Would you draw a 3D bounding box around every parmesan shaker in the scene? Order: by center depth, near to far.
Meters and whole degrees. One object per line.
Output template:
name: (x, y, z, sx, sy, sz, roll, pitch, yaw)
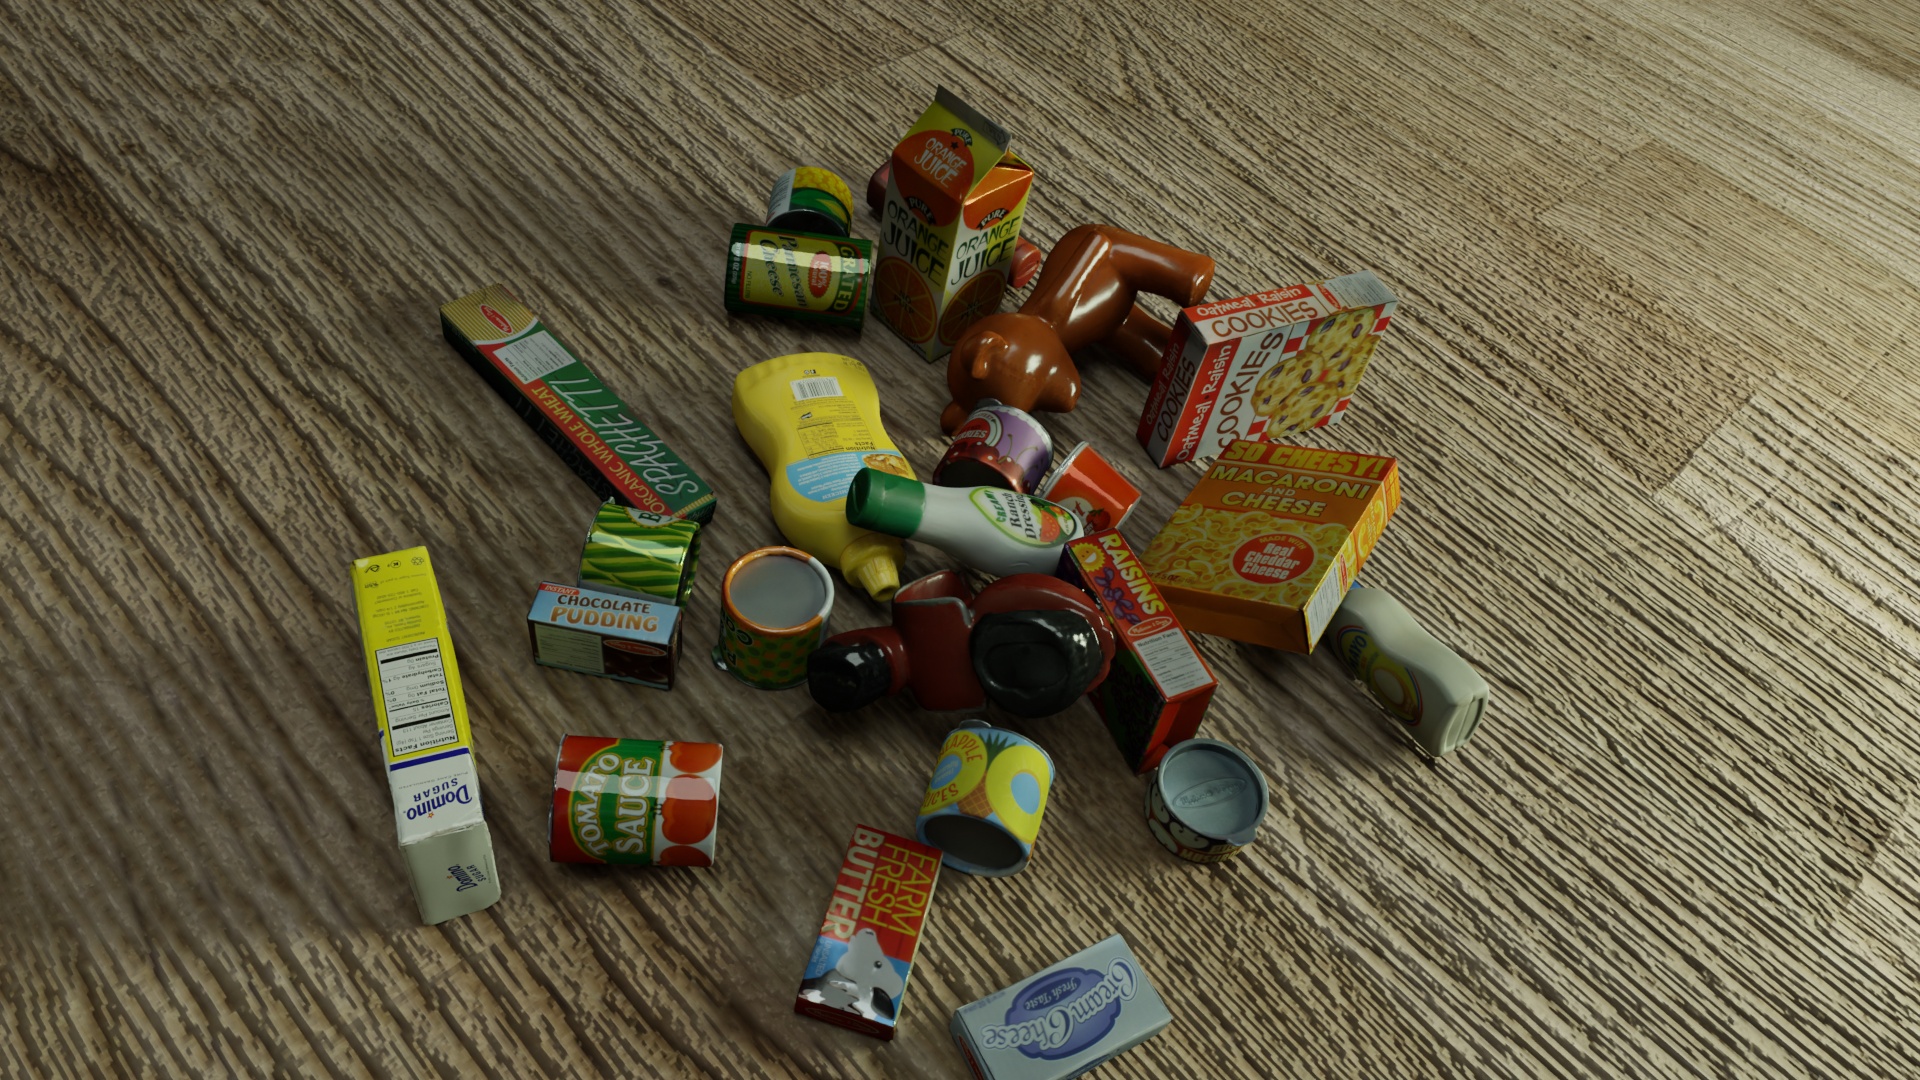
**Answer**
parmesan shaker: (-0.119, -0.193, 1.026, 0.103, 0.071, 0.072, 6, 49, -6)

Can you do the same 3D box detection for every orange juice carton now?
orange juice carton: (-0.006, -0.228, 0.995, 0.073, 0.191, 0.072, -33, 64, -32)

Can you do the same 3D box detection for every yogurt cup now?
yogurt cup: (0.084, -0.024, 0.928, 0.054, 0.072, 0.073, 36, 52, 8)

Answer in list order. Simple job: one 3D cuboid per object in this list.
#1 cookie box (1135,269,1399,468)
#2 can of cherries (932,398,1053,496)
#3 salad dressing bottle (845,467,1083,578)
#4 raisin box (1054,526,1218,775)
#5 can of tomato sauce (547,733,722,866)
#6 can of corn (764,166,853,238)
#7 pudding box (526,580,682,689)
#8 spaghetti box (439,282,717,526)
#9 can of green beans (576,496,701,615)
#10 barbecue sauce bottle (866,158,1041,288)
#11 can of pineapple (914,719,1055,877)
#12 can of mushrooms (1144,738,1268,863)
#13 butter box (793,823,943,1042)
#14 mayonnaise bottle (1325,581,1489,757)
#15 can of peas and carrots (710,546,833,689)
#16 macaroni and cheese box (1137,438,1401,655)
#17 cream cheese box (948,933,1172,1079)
cookie box: (0.218, -0.123, 1.000, 0.168, 0.122, 0.040, -15, 54, -23)
can of cherries: (0.020, -0.050, 0.931, 0.071, 0.071, 0.059, 24, 50, 9)
salad dressing bottle: (0.003, -0.011, 0.859, 0.148, 0.043, 0.064, 13, 39, -25)
raisin box: (0.099, 0.066, 0.838, 0.040, 0.085, 0.124, -17, 56, -19)
can of tomato sauce: (-0.170, 0.137, 0.731, 0.083, 0.070, 0.071, 5, 50, -9)
can of corn: (-0.114, -0.243, 1.069, 0.071, 0.070, 0.058, 7, 49, -7)
pudding box: (-0.205, 0.056, 0.806, 0.084, 0.049, 0.030, 11, 51, -2)
spaghetti box: (-0.259, -0.086, 0.928, 0.050, 0.028, 0.250, -33, 63, -33)
can of green beans: (-0.192, 0.015, 0.832, 0.058, 0.071, 0.071, 12, 49, -2)
barbecue sauce bottle: (-0.003, -0.256, 1.117, 0.149, 0.043, 0.065, 38, 52, 19)
can of pineapple: (0.012, 0.143, 0.766, 0.071, 0.070, 0.058, 18, 49, 3)
can of mushrooms: (0.144, 0.154, 0.809, 0.071, 0.033, 0.071, 7, 49, -7)
butter box: (-0.046, 0.204, 0.731, 0.053, 0.024, 0.104, 17, 49, 1)
mayonnaise bottle: (0.270, 0.068, 0.891, 0.041, 0.064, 0.148, -22, 47, -20)
can of peas and carrots: (-0.113, 0.046, 0.828, 0.071, 0.058, 0.071, 6, 49, -7)
macaroni and cheese box: (0.202, -0.001, 0.917, 0.124, 0.040, 0.167, 11, 42, 34)
cream cheese box: (0.052, 0.248, 0.715, 0.104, 0.024, 0.053, -18, 56, -25)
